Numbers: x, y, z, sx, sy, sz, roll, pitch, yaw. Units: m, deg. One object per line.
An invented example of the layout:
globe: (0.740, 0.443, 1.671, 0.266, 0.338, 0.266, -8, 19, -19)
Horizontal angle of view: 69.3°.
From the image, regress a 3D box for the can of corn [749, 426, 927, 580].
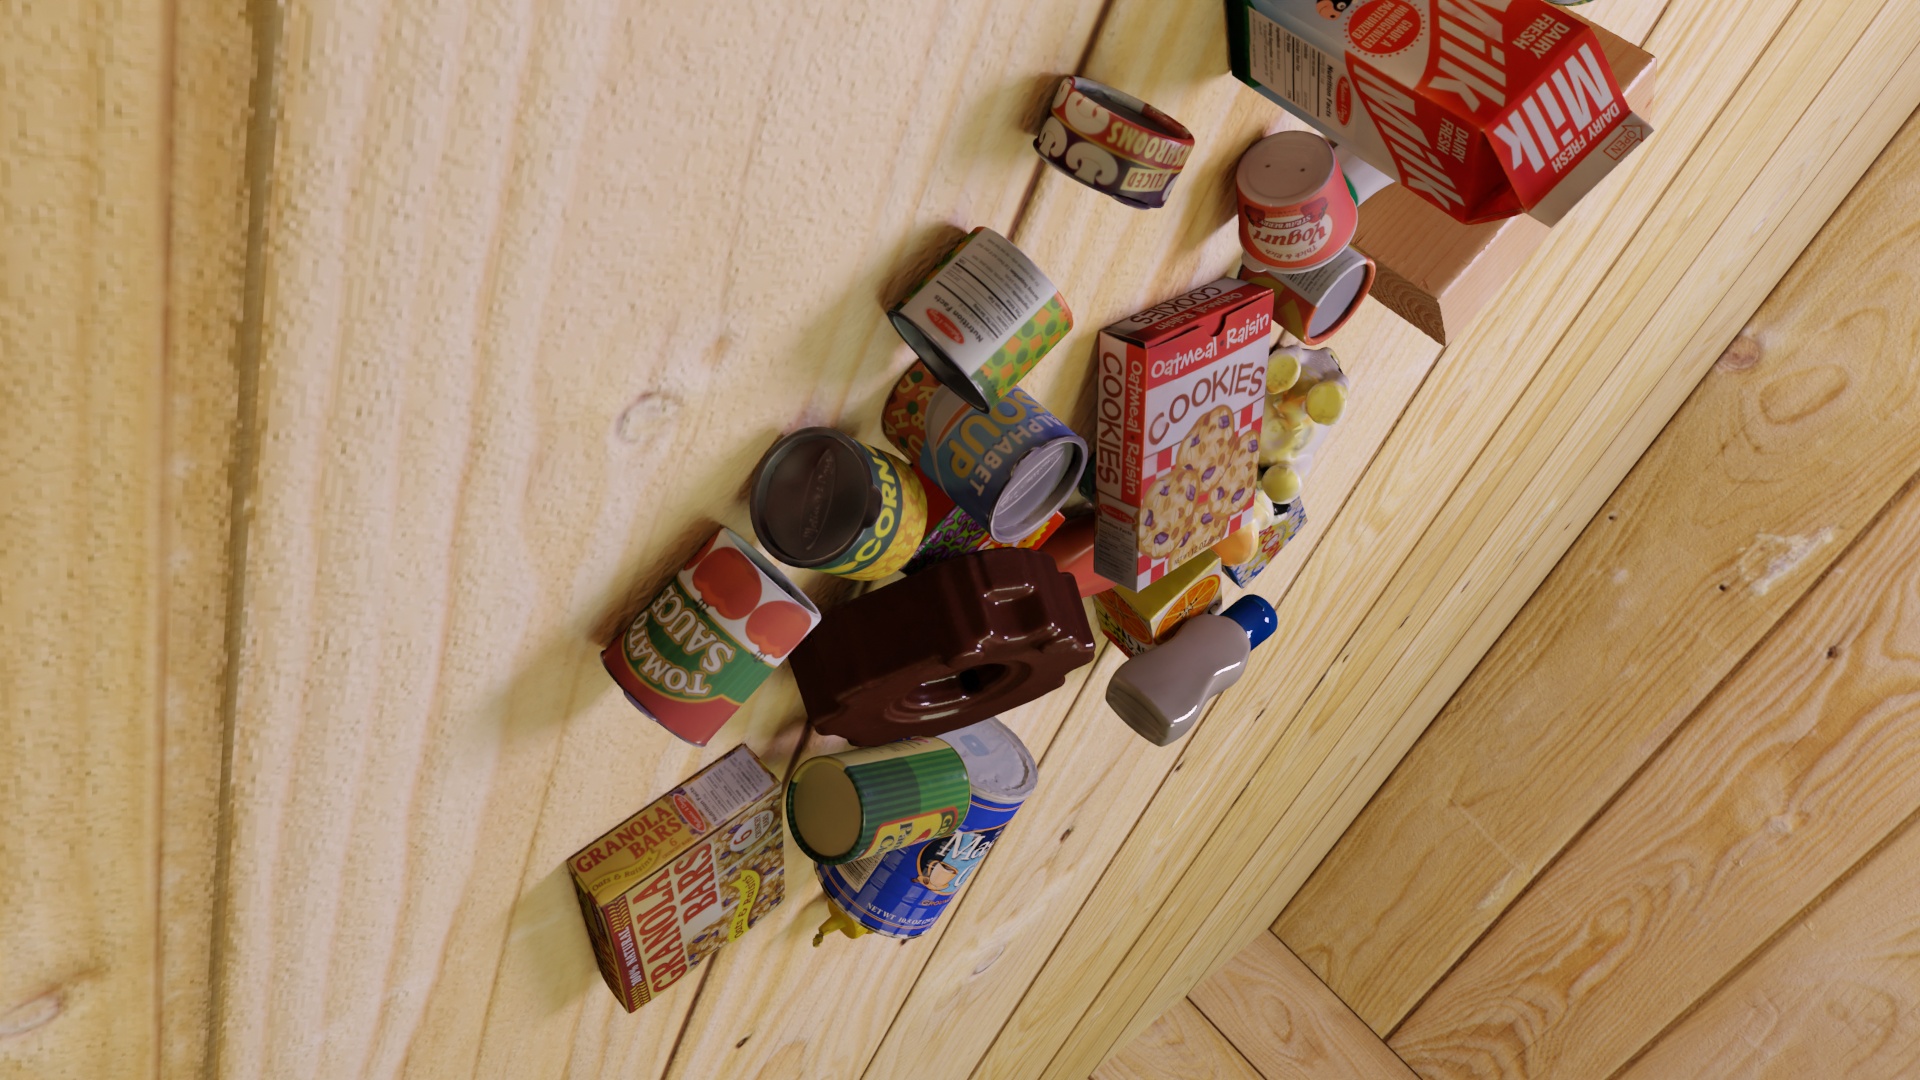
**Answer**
can of corn: (-0.055, -0.016, 0.661, 0.071, 0.071, 0.058, -51, 155, 10)

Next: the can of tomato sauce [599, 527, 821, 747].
can of tomato sauce: (-0.118, 0.045, 0.656, 0.083, 0.071, 0.071, -47, 155, -1)

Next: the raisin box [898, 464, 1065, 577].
raisin box: (0.003, -0.010, 0.796, 0.086, 0.040, 0.123, -48, 154, 3)

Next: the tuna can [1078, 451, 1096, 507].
tuna can: (0.115, -0.047, 0.922, 0.071, 0.033, 0.070, -36, 153, -21)

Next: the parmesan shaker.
parmesan shaker: (-0.052, 0.161, 0.863, 0.103, 0.071, 0.071, 0, 129, -53)

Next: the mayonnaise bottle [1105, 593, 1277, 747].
mayonnaise bottle: (0.174, 0.088, 1.011, 0.149, 0.065, 0.041, -32, 150, -34)

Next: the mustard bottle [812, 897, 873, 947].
mustard bottle: (-0.056, 0.273, 1.107, 0.161, 0.049, 0.065, -28, 149, -33)

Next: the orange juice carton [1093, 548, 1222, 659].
orange juice carton: (0.154, 0.053, 1.083, 0.073, 0.072, 0.192, -41, 154, -9)

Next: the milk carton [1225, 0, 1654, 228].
milk carton: (0.219, -0.218, 0.648, 0.072, 0.191, 0.073, -43, 155, -7)

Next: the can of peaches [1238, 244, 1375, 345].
can of peaches: (0.220, -0.165, 0.883, 0.071, 0.058, 0.071, -36, 152, -22)

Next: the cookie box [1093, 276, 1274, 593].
cookie box: (0.138, -0.067, 0.863, 0.123, 0.040, 0.166, -27, 129, -36)

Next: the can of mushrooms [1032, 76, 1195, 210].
can of mushrooms: (0.070, -0.177, 0.619, 0.071, 0.071, 0.033, -12, 136, -50)

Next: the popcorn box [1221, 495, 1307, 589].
popcorn box: (0.244, -0.015, 1.163, 0.085, 0.038, 0.126, -46, 155, 2)

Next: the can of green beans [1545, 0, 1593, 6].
can of green beans: (0.354, -0.351, 0.811, 0.058, 0.071, 0.071, -10, 137, -52)

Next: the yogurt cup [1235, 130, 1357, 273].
yogurt cup: (0.187, -0.194, 0.786, 0.072, 0.072, 0.053, -44, 147, -5)

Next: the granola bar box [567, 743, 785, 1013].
granola bar box: (-0.168, 0.212, 0.854, 0.125, 0.039, 0.164, -32, 151, -27)

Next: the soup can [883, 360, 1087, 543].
soup can: (0.011, -0.051, 0.696, 0.071, 0.084, 0.071, -36, 153, -22)

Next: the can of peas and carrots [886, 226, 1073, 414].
can of peas and carrots: (0.010, -0.101, 0.643, 0.059, 0.071, 0.070, -45, 155, -4)

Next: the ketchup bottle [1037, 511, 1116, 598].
ketchup bottle: (0.060, 0.017, 0.919, 0.149, 0.043, 0.064, -14, 141, -49)

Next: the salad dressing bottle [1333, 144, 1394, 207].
salad dressing bottle: (0.254, -0.239, 0.848, 0.148, 0.044, 0.064, -41, 155, -9)
